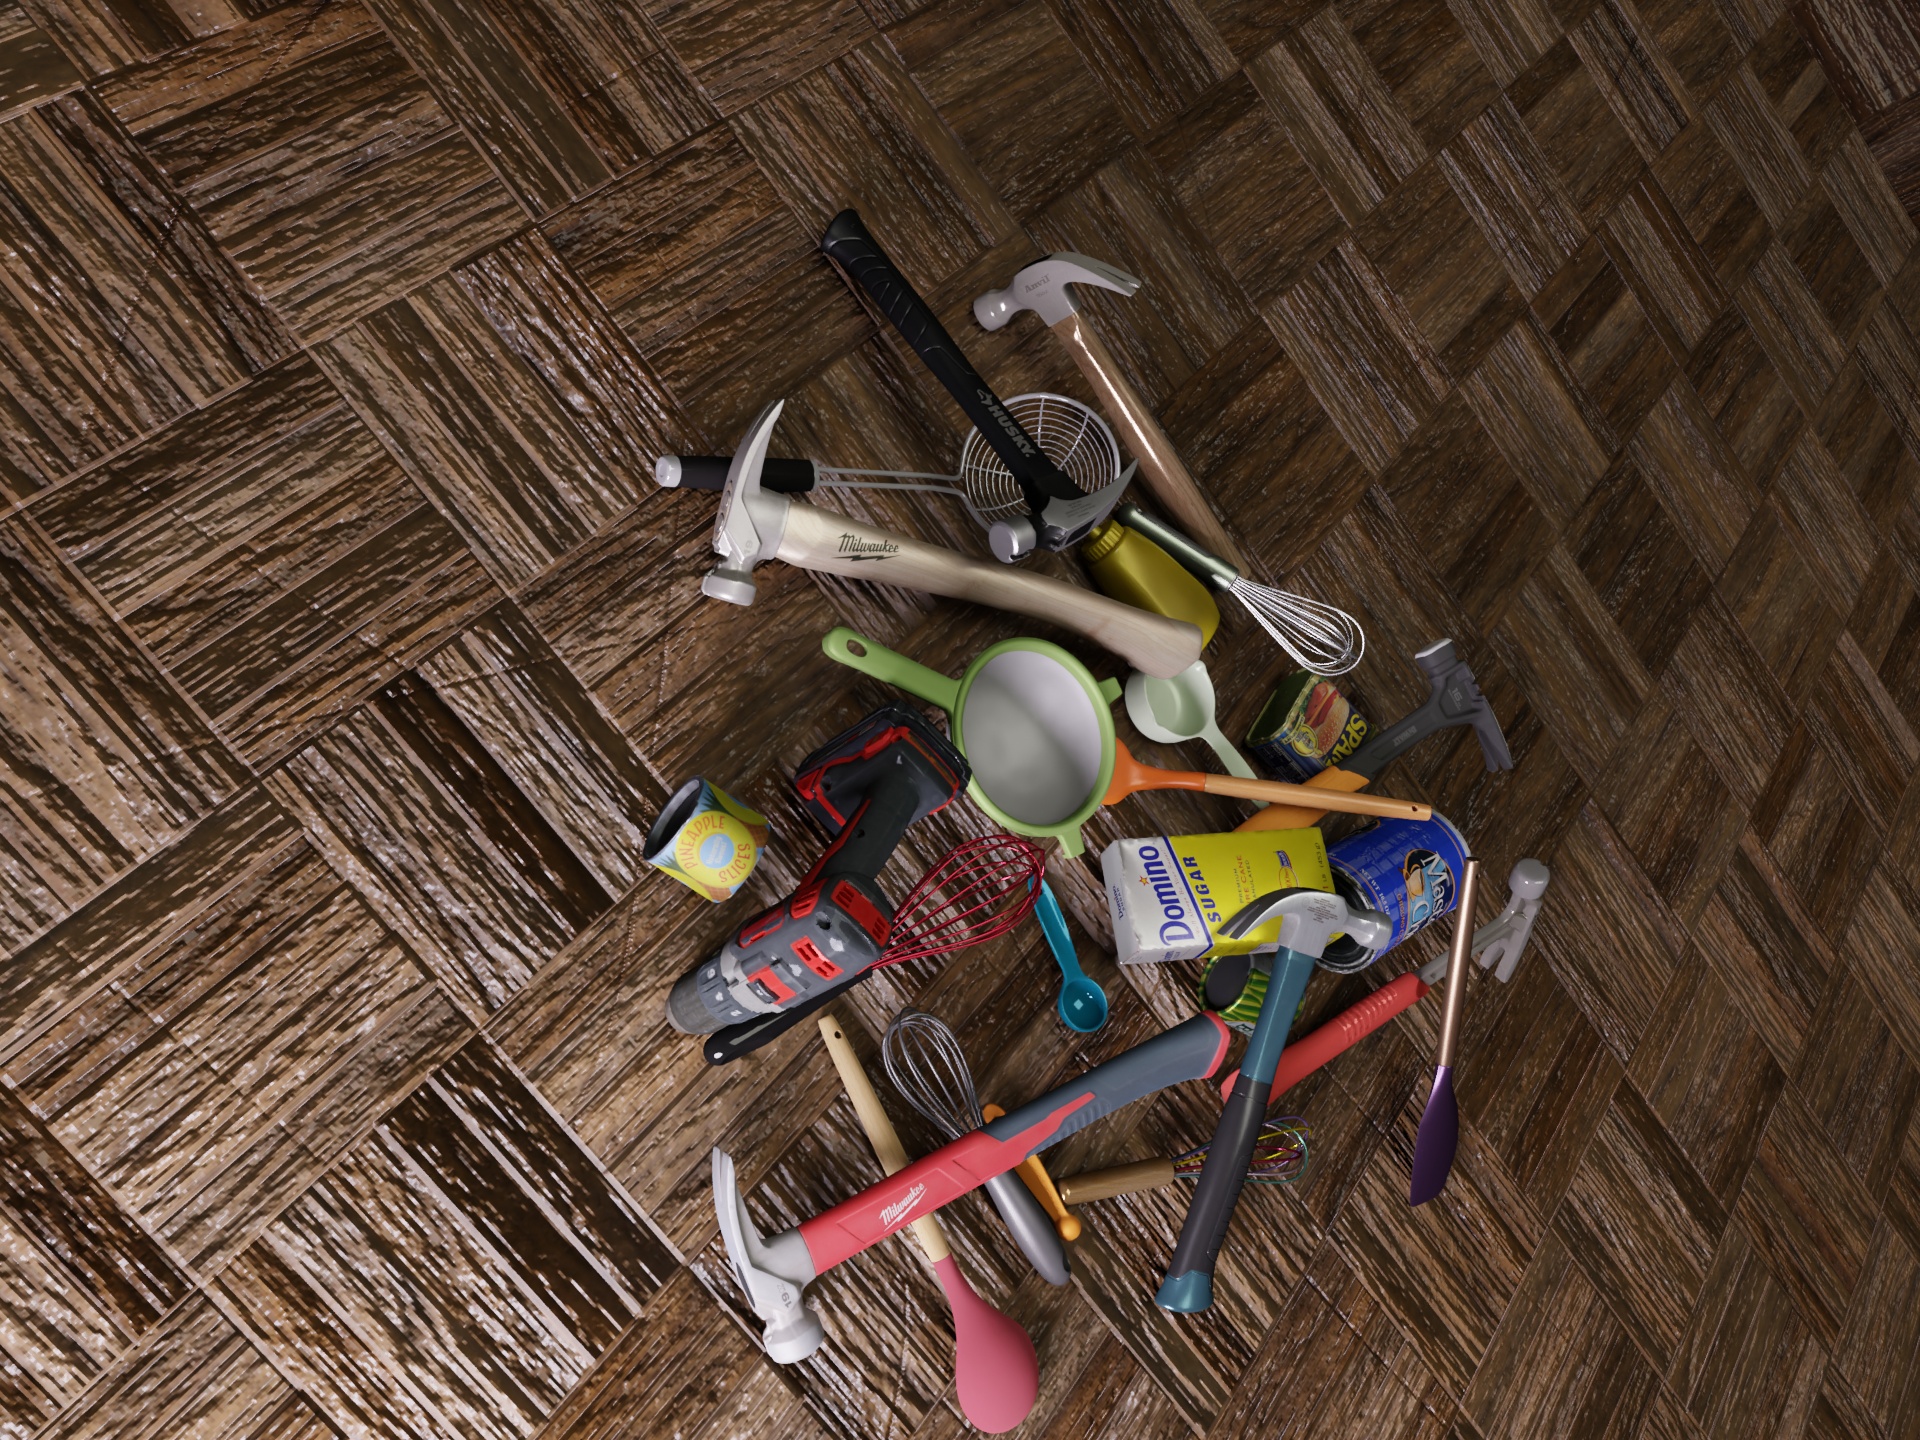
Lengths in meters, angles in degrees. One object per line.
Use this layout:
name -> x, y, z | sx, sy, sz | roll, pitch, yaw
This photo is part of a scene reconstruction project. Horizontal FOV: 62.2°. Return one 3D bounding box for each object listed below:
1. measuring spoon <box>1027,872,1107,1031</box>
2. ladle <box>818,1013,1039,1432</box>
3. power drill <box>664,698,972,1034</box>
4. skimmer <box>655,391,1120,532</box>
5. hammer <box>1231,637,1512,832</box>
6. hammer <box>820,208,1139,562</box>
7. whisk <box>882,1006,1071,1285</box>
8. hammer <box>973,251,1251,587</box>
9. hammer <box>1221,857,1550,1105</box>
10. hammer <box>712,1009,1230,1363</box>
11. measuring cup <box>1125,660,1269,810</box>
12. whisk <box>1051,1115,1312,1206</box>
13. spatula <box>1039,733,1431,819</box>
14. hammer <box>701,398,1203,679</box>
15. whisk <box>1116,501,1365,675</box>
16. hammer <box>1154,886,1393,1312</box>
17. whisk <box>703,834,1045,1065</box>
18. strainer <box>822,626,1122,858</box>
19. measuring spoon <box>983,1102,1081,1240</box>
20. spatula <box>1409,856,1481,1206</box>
measuring spoon -> 0.074, 0.178, 1.220 | 0.042, 0.021, 0.129 | -12, 74, -35
ladle -> -0.024, 0.345, 1.096 | 0.069, 0.031, 0.315 | -26, 90, -36
power drill -> -0.097, 0.105, 1.049 | 0.080, 0.188, 0.227 | 45, 38, -16
skimmer -> -0.046, -0.193, 1.199 | 0.363, 0.090, 0.127 | -4, 81, -34
hammer -> 0.315, 0.063, 1.338 | 0.337, 0.034, 0.127 | -31, 94, -17
hammer -> -0.001, -0.269, 1.219 | 0.146, 0.035, 0.335 | -25, 70, -33
whisk -> 0.015, 0.304, 1.122 | 0.055, 0.055, 0.239 | -38, 103, -35
hammer -> 0.152, -0.248, 1.349 | 0.331, 0.130, 0.031 | 53, 39, -20
hammer -> 0.363, 0.244, 1.353 | 0.359, 0.149, 0.037 | -25, 50, -27
hammer -> 0.021, 0.275, 1.081 | 0.386, 0.038, 0.143 | -22, 99, -25
measuring cup -> 0.200, 0.015, 1.336 | 0.167, 0.038, 0.083 | 51, 55, -14
whisk -> 0.175, 0.344, 1.222 | 0.245, 0.047, 0.051 | -3, 79, -30
spatula -> 0.222, 0.051, 1.284 | 0.322, 0.041, 0.081 | 8, 69, -1
hammer -> 0.015, -0.115, 1.203 | 0.410, 0.038, 0.146 | 14, 93, -27
whisk -> 0.239, -0.116, 1.366 | 0.246, 0.059, 0.058 | 32, 20, -3
hammer -> 0.218, 0.283, 1.194 | 0.128, 0.033, 0.331 | 21, 85, -17
whisk -> -0.053, 0.159, 1.109 | 0.296, 0.073, 0.073 | -28, 93, -30
strainer -> -0.002, -0.004, 1.185 | 0.256, 0.069, 0.152 | 25, 67, -25
measuring spoon -> 0.050, 0.327, 1.148 | 0.117, 0.021, 0.011 | 57, 13, -1
spatula -> 0.412, 0.264, 1.336 | 0.059, 0.018, 0.315 | -9, 109, -35
